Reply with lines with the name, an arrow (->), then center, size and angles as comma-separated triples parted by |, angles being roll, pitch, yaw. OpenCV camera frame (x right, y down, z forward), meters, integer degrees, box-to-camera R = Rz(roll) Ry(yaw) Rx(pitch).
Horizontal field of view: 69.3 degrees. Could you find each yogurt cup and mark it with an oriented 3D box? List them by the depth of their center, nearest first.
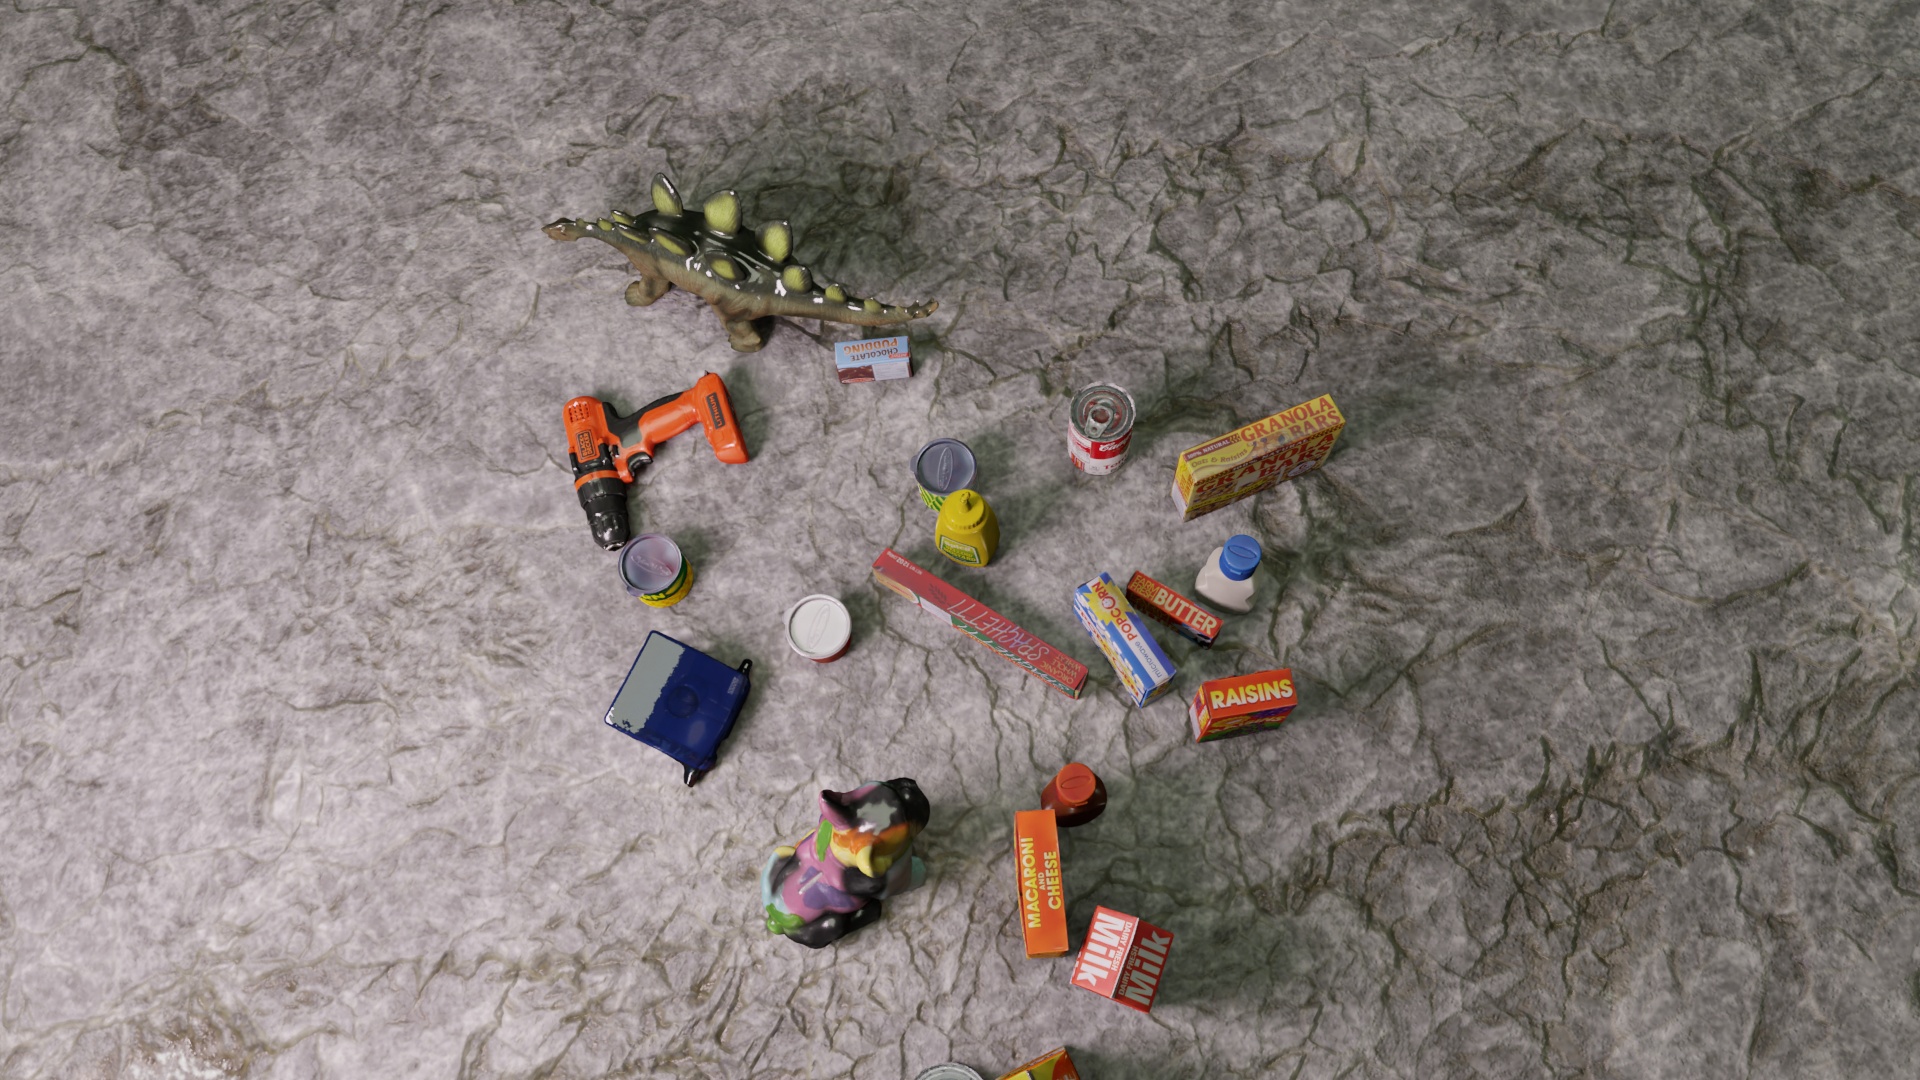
yogurt cup -> -0.143, 0.095, 1.435 | 0.072, 0.053, 0.072 | -1, 71, 3

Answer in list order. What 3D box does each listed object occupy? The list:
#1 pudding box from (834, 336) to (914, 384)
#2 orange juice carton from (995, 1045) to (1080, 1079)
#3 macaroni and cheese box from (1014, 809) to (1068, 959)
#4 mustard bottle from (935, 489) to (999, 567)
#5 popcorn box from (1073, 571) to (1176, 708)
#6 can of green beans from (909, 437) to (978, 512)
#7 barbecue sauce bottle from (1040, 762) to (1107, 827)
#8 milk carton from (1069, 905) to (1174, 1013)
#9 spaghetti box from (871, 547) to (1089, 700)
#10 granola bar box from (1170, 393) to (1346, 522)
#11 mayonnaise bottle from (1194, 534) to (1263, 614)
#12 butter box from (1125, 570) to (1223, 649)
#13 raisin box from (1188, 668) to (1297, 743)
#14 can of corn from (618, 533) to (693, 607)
pudding box -> -0.096, -0.199, 1.536 | 0.084, 0.049, 0.030 | -6, 71, 1
orange juice carton -> 0.075, 0.493, 1.213 | 0.073, 0.192, 0.072 | -24, 72, -5
macaroni and cheese box -> 0.073, 0.322, 1.285 | 0.040, 0.166, 0.124 | -5, 71, 2
mustard bottle -> 0.005, -0.018, 1.409 | 0.065, 0.159, 0.049 | 19, 74, 9
popcorn box -> 0.164, 0.101, 1.399 | 0.038, 0.085, 0.127 | -31, 72, -7
can of green beans -> -0.015, -0.068, 1.482 | 0.071, 0.057, 0.071 | -1, 71, 3
barbecue sauce bottle -> 0.109, 0.242, 1.321 | 0.065, 0.148, 0.044 | -14, 71, -1
milk carton -> 0.144, 0.377, 1.250 | 0.073, 0.190, 0.072 | 19, 74, 9
spaghetti box -> 0.021, 0.086, 1.431 | 0.250, 0.050, 0.029 | 30, 76, 12
granola bar box -> 0.303, -0.084, 1.435 | 0.166, 0.124, 0.039 | -22, 72, -4
mayonnaise bottle -> 0.272, 0.034, 1.384 | 0.065, 0.147, 0.041 | 19, 74, 9
butter box -> 0.217, 0.072, 1.424 | 0.103, 0.053, 0.024 | 31, 76, 13
raisin box -> 0.274, 0.161, 1.353 | 0.086, 0.123, 0.040 | -9, 71, 0
can of corn -> -0.321, 0.035, 1.463 | 0.071, 0.058, 0.071 | -1, 71, 3
